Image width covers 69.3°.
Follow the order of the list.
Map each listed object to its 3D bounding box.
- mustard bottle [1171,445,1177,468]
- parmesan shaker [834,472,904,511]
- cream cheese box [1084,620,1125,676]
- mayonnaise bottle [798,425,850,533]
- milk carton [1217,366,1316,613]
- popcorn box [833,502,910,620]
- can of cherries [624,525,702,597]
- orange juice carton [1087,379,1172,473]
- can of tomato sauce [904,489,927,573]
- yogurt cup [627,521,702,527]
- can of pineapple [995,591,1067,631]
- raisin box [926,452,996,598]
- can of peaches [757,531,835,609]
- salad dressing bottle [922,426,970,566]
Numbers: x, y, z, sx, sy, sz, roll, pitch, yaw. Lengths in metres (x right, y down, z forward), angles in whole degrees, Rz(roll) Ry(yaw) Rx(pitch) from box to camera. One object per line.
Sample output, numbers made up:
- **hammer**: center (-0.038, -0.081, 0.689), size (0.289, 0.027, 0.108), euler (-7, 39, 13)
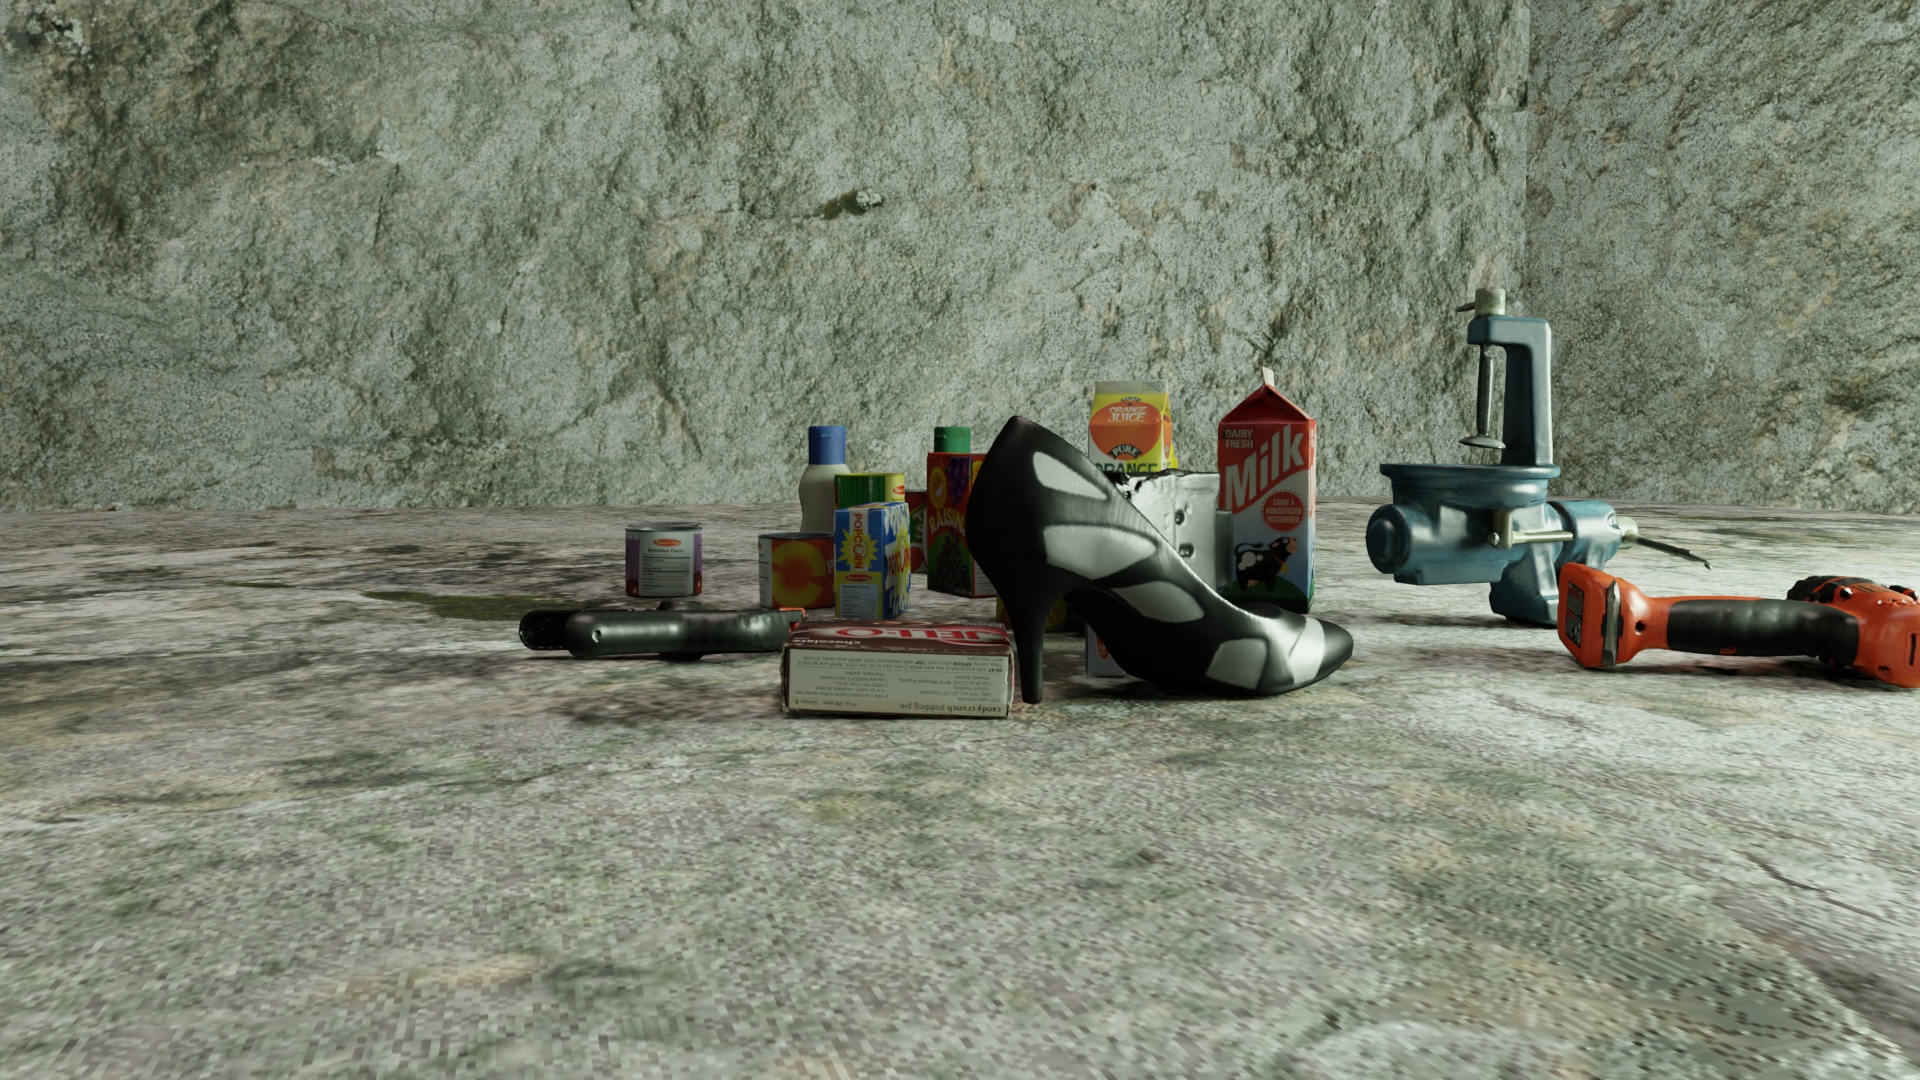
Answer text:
- **mustard bottle**: center (0.209, -0.053, 1.492), size (0.049, 0.160, 0.065), euler (2, 4, 29)
- **parmesan shaker**: center (-0.086, -0.011, 1.298), size (0.071, 0.103, 0.071), euler (0, 4, 0)
- **cream cheese box**: center (0.095, 0.047, 0.827), size (0.024, 0.053, 0.104), euler (1, 4, 17)
- **mayonnaise bottle**: center (-0.130, -0.038, 1.356), size (0.065, 0.148, 0.041), euler (0, 3, -3)
- **milk carton**: center (0.244, -0.041, 1.105), size (0.073, 0.190, 0.072), euler (1, 4, 18)
- **popcorn box**: center (-0.065, 0.015, 1.050), size (0.038, 0.085, 0.127), euler (0, 4, 6)
- **can of cherries**: center (-0.258, 0.017, 1.208), size (0.071, 0.058, 0.071), euler (0, 4, 0)
- **orange juice carton**: center (0.164, -0.059, 1.340), size (0.072, 0.192, 0.073), euler (1, 4, 15)
- **can of tomato sauce**: center (-0.053, -0.010, 1.426), size (0.071, 0.083, 0.071), euler (0, 4, 0)
- **yogurt cup**: center (-0.288, 0.010, 1.348), size (0.072, 0.054, 0.072), euler (0, 4, 0)
- **can of pineapple**: center (0.058, 0.033, 0.993), size (0.071, 0.058, 0.071), euler (0, 4, 0)
- **raisin box**: center (0.004, -0.015, 1.212), size (0.040, 0.123, 0.086), euler (-2, 4, -28)
- **can of peaches**: center (-0.128, 0.024, 1.125), size (0.071, 0.058, 0.071), euler (0, 4, 0)
- **salad dressing bottle**: center (-0.008, -0.039, 1.379), size (0.064, 0.147, 0.044), euler (3, 4, 39)
